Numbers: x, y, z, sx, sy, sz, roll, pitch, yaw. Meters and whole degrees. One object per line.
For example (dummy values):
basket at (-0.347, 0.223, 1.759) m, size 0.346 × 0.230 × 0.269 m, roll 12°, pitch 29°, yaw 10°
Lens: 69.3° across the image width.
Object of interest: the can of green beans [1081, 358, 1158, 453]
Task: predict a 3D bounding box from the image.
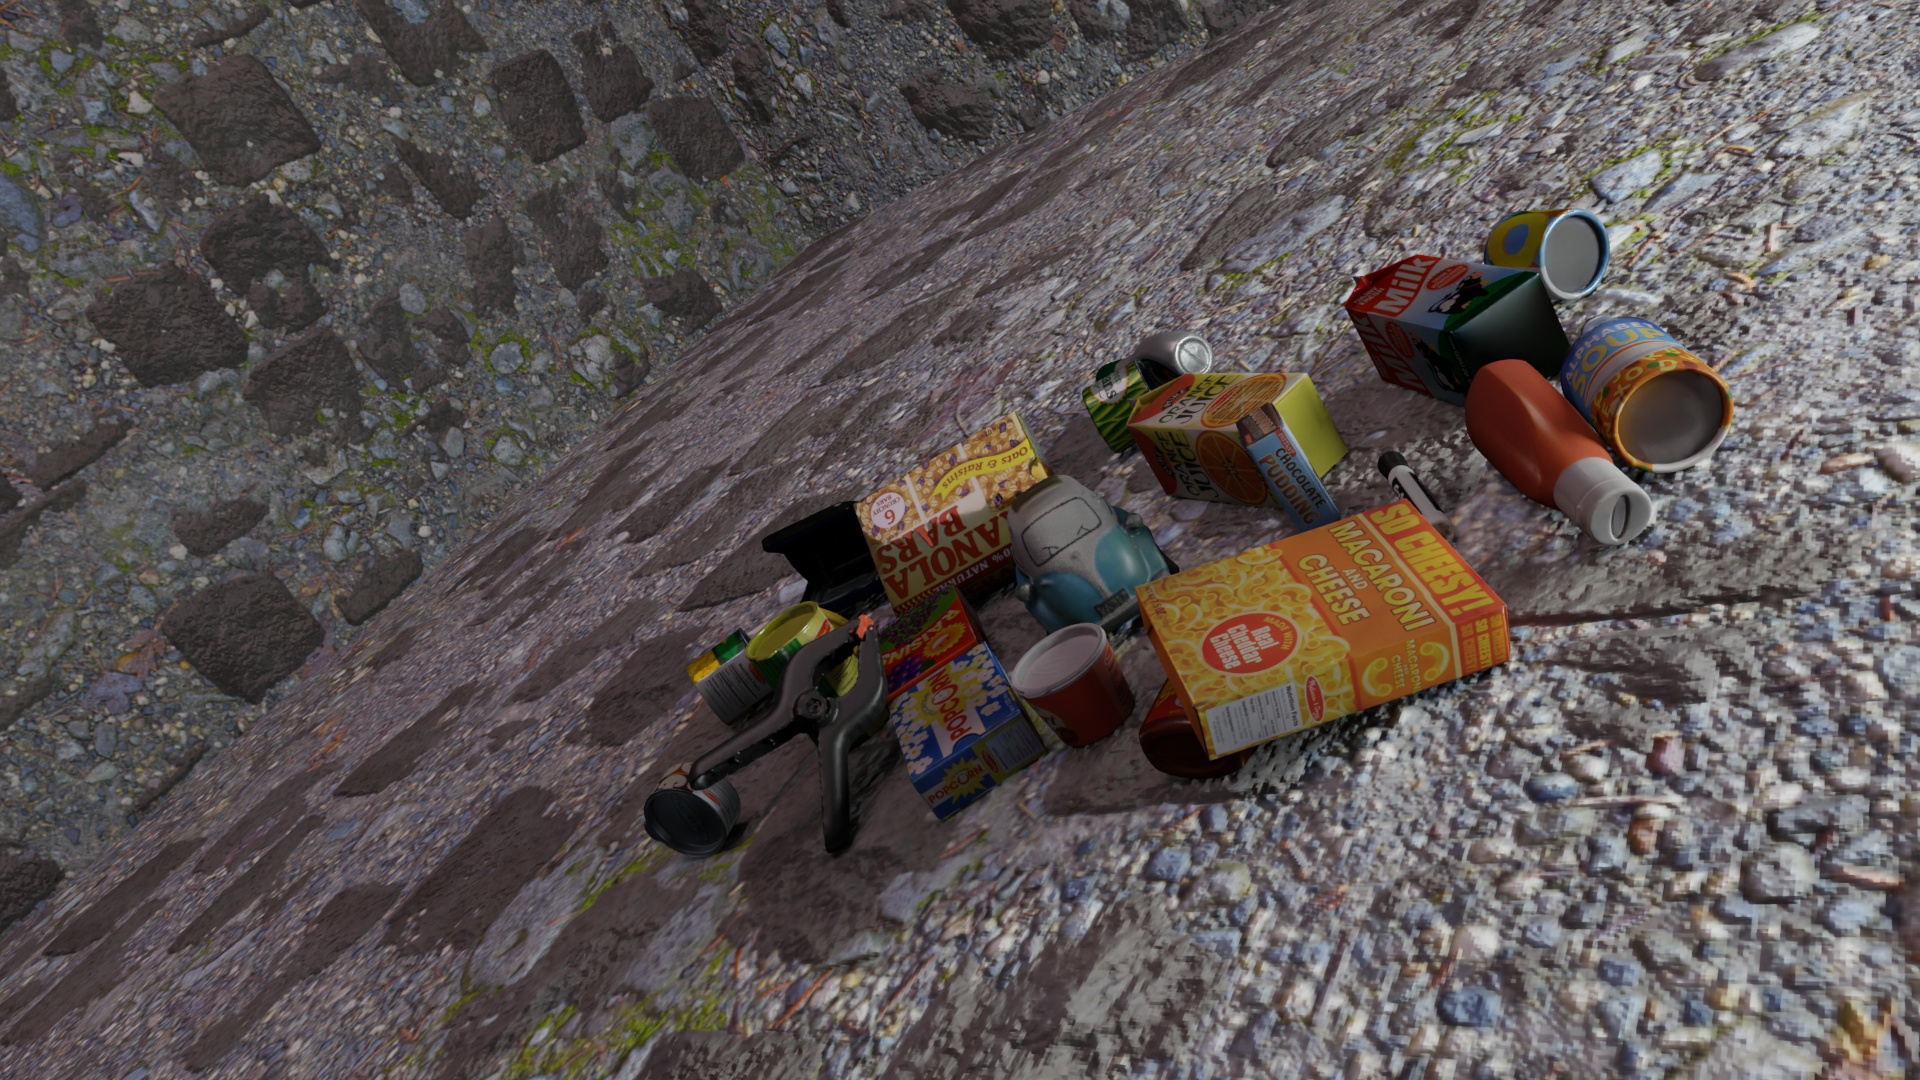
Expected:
can of green beans at (0.149, -0.120, 1.239) m, size 0.057 × 0.071 × 0.071 m, roll -28°, pitch 21°, yaw 15°

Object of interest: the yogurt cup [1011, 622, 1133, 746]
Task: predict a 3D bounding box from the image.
yogurt cup at (0.074, 0.094, 0.885) m, size 0.072 × 0.054 × 0.073 m, roll -29°, pitch 21°, yaw 12°

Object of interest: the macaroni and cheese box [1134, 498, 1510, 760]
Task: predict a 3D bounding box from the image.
macaroni and cheese box at (0.193, 0.045, 0.762) m, size 0.166 × 0.040 × 0.124 m, roll -18°, pitch 30°, yaw 1°

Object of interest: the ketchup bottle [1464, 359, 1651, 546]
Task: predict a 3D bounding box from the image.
ketchup bottle at (0.341, -0.049, 0.799) m, size 0.043 × 0.064 × 0.149 m, roll -10°, pitch 31°, yaw -1°

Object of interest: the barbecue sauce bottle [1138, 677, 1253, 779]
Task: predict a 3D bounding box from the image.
barbecue sauce bottle at (0.158, 0.074, 0.817) m, size 0.065 × 0.043 × 0.149 m, roll -10°, pitch 30°, yaw 37°

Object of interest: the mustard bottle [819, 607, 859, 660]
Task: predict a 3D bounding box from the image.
mustard bottle at (-0.129, 0.096, 1.173) m, size 0.049 × 0.065 × 0.159 m, roll -58°, pitch 11°, yaw -23°

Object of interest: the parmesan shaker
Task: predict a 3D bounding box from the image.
parmesan shaker at (-0.109, 0.108, 1.059) m, size 0.071 × 0.103 × 0.071 m, roll -30°, pitch 20°, yaw 12°

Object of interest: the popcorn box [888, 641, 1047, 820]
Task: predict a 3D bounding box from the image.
popcorn box at (0.002, 0.126, 0.945) m, size 0.085 × 0.038 × 0.127 m, roll -32°, pitch 20°, yaw 0°

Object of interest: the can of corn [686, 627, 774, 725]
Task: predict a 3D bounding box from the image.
can of corn at (-0.199, 0.120, 1.223) m, size 0.058 × 0.071 × 0.071 m, roll -36°, pitch 20°, yaw -5°

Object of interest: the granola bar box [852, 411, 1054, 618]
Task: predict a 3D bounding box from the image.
granola bar box at (0.004, -0.015, 1.159) m, size 0.165 × 0.039 × 0.124 m, roll -29°, pitch 62°, yaw 12°

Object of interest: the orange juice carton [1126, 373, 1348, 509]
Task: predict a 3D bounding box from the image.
orange juice carton at (0.197, -0.080, 1.068) m, size 0.073 × 0.071 × 0.192 m, roll -40°, pitch 21°, yaw -17°

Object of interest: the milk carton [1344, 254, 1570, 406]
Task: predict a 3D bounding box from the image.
milk carton at (0.347, -0.155, 1.011) m, size 0.073 × 0.072 × 0.191 m, roll -35°, pitch 20°, yaw -2°

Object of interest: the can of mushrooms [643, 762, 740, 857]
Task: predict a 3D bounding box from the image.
can of mushrooms at (-0.202, 0.202, 1.040) m, size 0.071 × 0.071 × 0.034 m, roll -22°, pitch 22°, yaw 29°

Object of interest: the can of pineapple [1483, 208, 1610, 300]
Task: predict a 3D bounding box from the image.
can of pineapple at (0.430, -0.211, 1.018) m, size 0.071 × 0.071 × 0.058 m, roll -38°, pitch 21°, yaw -11°

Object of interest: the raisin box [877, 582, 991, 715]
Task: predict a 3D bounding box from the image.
raisin box at (-0.022, 0.089, 1.064) m, size 0.086 × 0.040 × 0.124 m, roll -33°, pitch 19°, yaw 3°

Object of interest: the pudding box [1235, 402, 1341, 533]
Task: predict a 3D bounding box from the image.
pudding box at (0.222, -0.047, 0.940) m, size 0.030 × 0.083 × 0.050 m, roll -32°, pitch 20°, yaw 15°

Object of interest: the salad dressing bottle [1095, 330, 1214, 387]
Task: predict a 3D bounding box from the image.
salad dressing bottle at (0.178, -0.160, 1.301) m, size 0.044 × 0.064 × 0.147 m, roll -61°, pitch 19°, yaw -15°

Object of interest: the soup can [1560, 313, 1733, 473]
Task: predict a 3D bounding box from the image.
soup can at (0.388, -0.086, 0.792) m, size 0.071 × 0.071 × 0.084 m, roll -28°, pitch 21°, yaw 16°
